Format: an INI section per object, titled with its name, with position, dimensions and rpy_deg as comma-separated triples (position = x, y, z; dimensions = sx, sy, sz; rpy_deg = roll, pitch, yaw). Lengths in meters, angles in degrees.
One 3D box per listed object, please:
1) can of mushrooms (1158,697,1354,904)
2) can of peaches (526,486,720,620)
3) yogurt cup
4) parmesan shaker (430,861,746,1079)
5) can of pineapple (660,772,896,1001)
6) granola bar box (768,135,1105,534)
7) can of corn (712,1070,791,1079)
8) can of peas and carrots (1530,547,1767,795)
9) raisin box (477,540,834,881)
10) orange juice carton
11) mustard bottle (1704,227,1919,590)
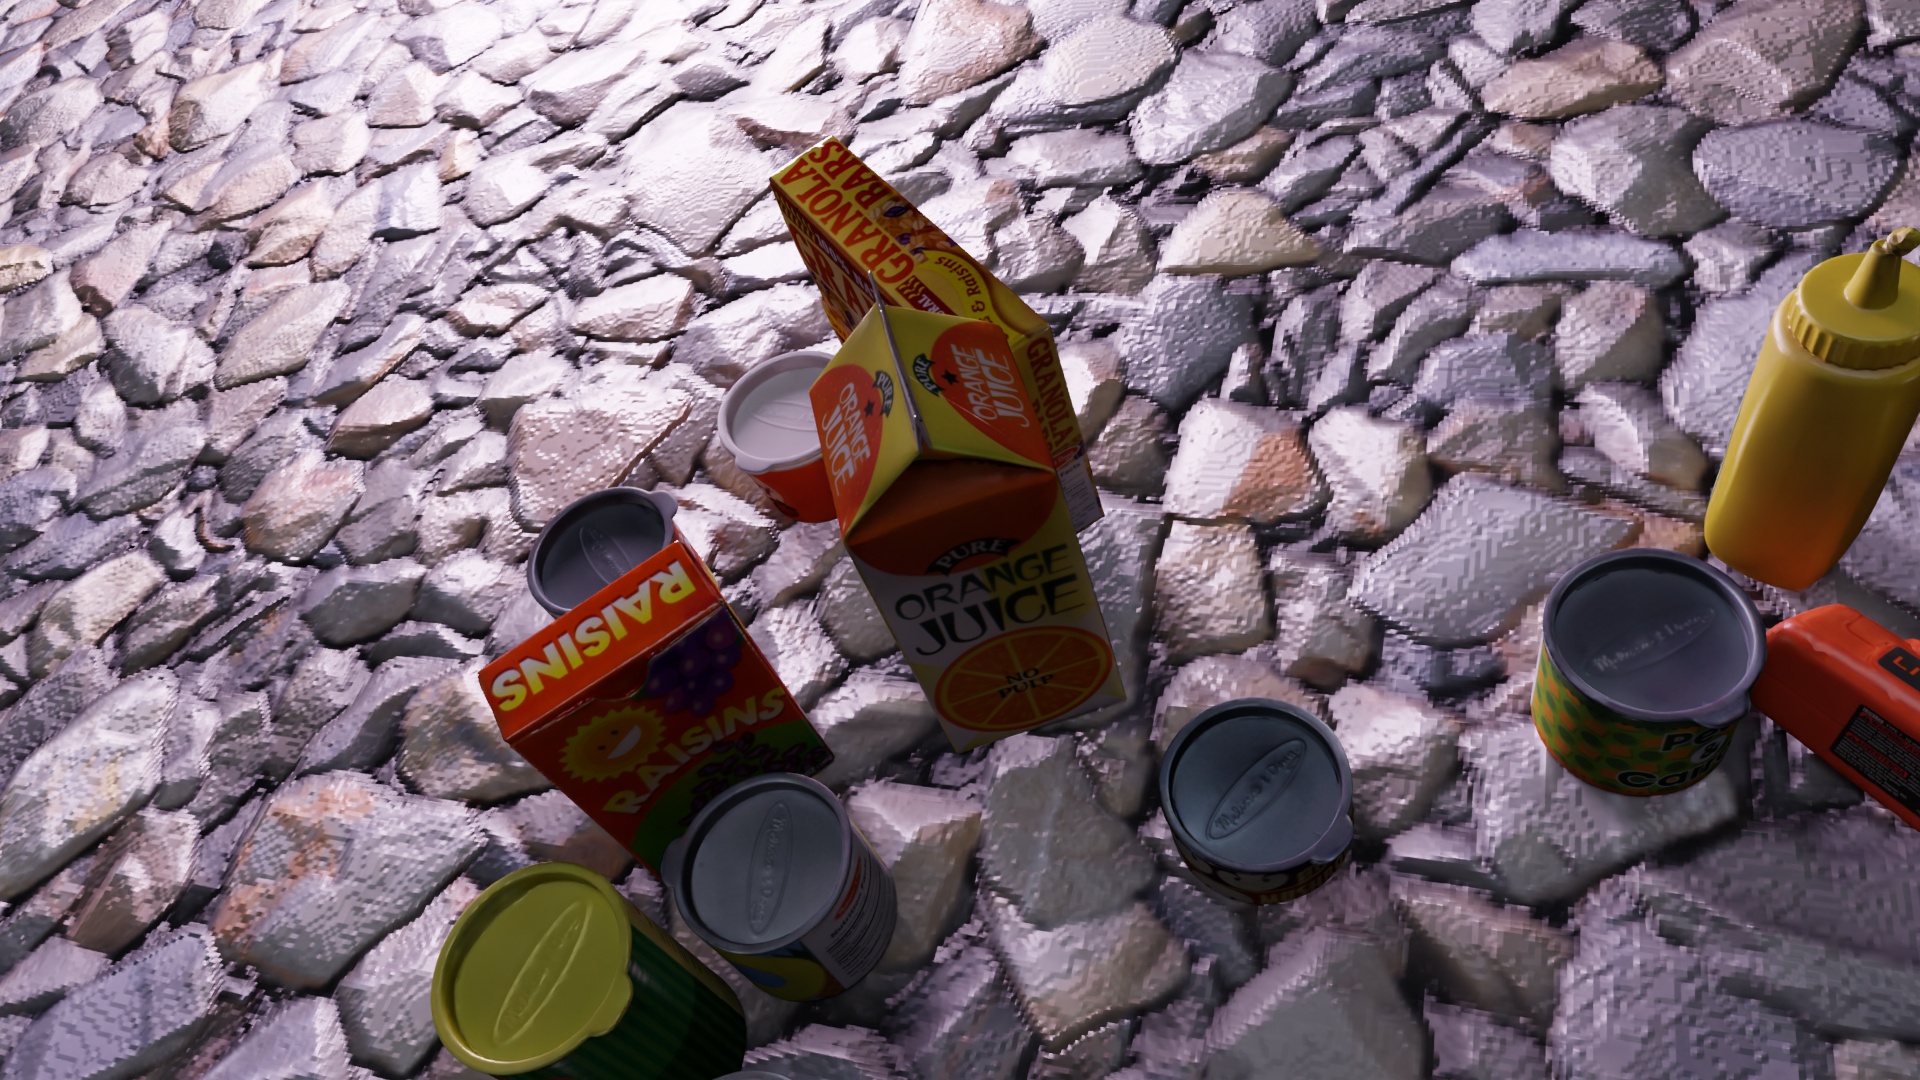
[can of mushrooms]
position = 0.107, 0.093, 0.490
dimensions = 0.071, 0.033, 0.071
rpy_deg = -8, 53, 11
[can of peaches]
position = -0.143, 0.018, 0.606
dimensions = 0.071, 0.057, 0.071
rpy_deg = -8, 53, 11
[yogurt cup]
position = -0.069, -0.045, 0.632
dimensions = 0.072, 0.053, 0.073
rpy_deg = -8, 53, 11
[parmesan shaker]
position = -0.118, 0.160, 0.466
dimensions = 0.071, 0.102, 0.071
rpy_deg = -8, 53, 11
[can of pineapple]
position = -0.063, 0.126, 0.503
dimensions = 0.071, 0.057, 0.071
rpy_deg = -8, 53, 11
[granola bar box]
position = -0.011, -0.083, 0.598
dimensions = 0.039, 0.123, 0.166
rpy_deg = -35, 53, -9
[can of corn]
position = -0.060, 0.212, 0.438
dimensions = 0.071, 0.058, 0.071
rpy_deg = -8, 53, 11
[can of peas and carrots]
position = 0.232, 0.047, 0.471
dimensions = 0.071, 0.058, 0.071
rpy_deg = -8, 53, 11
[raisin box]
position = -0.109, 0.067, 0.518
dimensions = 0.086, 0.123, 0.040
rpy_deg = -34, 52, -8
[orange juice carton]
position = 0.002, -0.006, 0.494
dimensions = 0.073, 0.191, 0.072
rpy_deg = -19, 52, 3
[mustard bottle]
position = 0.288, -0.047, 0.458
dimensions = 0.049, 0.159, 0.065
rpy_deg = 29, 68, 32
